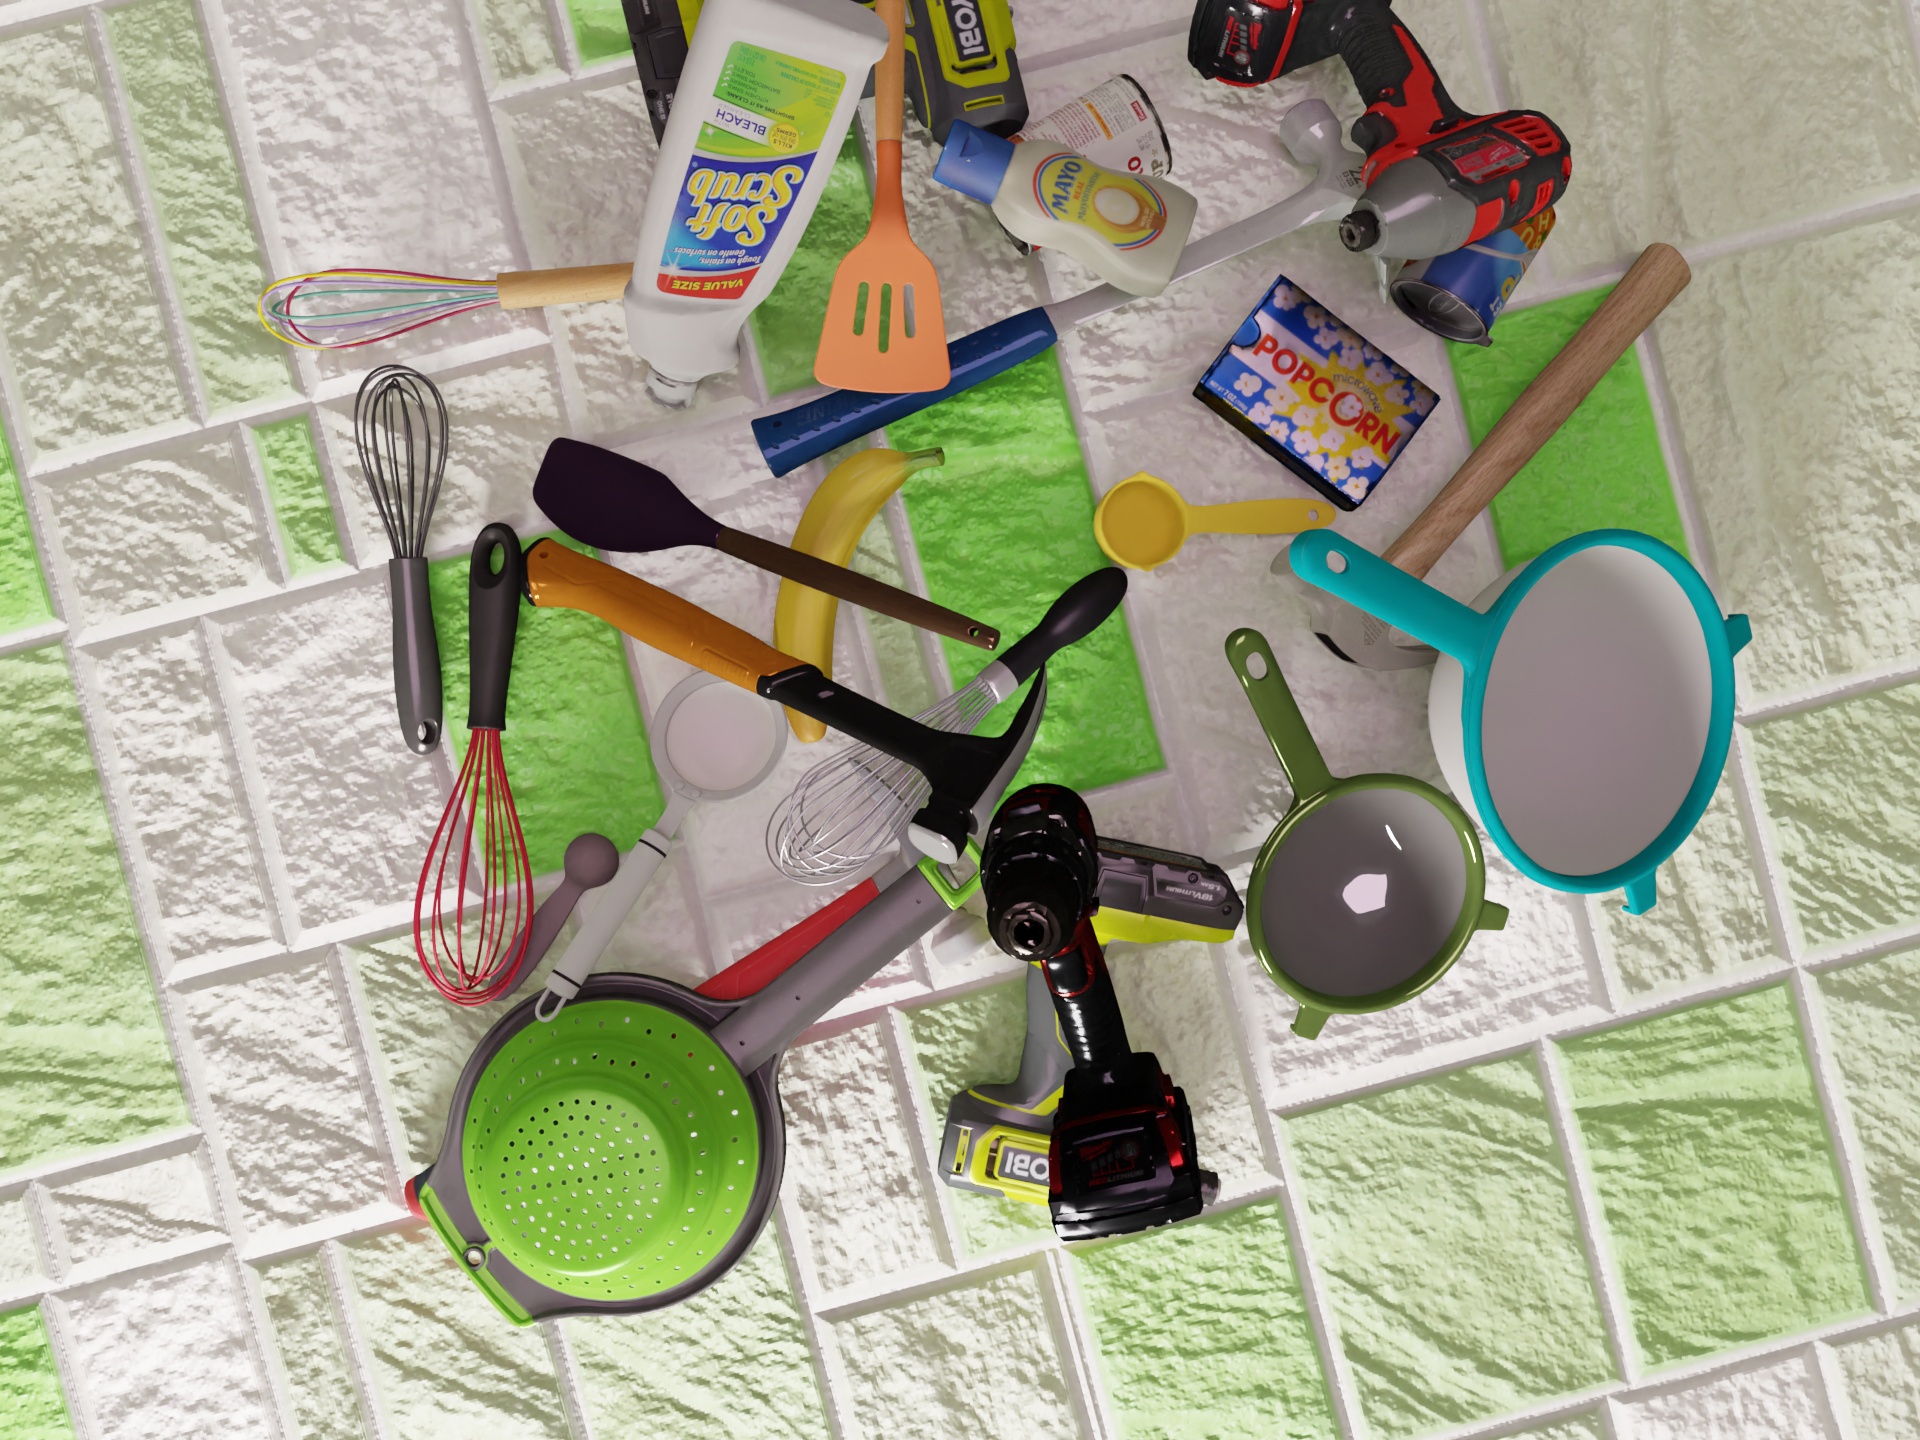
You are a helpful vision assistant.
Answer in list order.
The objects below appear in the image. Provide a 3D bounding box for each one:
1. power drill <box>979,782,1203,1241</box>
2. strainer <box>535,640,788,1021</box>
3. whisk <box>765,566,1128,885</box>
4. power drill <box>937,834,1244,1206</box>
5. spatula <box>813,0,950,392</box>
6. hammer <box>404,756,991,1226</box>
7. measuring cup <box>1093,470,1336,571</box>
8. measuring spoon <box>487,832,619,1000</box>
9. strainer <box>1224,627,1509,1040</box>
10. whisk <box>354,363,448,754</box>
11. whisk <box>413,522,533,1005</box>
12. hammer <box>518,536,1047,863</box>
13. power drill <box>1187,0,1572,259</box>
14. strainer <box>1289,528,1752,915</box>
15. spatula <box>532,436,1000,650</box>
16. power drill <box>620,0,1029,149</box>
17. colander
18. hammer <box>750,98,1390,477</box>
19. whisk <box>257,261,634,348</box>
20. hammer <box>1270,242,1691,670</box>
[{"bbox_3d":[0.062,0.155,0.836,0.080,0.188,0.226,-14,100,8],"label":"power drill"},{"bbox_3d":[-0.179,0.067,0.953,0.087,0.050,0.258,27,73,16],"label":"strainer"},{"bbox_3d":[-0.002,-0.004,0.953,0.284,0.070,0.070,-41,91,-17],"label":"whisk"},{"bbox_3d":[0.091,0.189,0.967,0.171,0.080,0.223,12,94,0],"label":"power drill"},{"bbox_3d":[-0.042,-0.355,0.921,0.081,0.041,0.322,1,90,-6],"label":"spatula"},{"bbox_3d":[-0.180,0.178,0.978,0.386,0.038,0.143,-33,89,-1],"label":"hammer"},{"bbox_3d":[0.158,-0.125,0.996,0.156,0.029,0.062,-4,90,-13],"label":"measuring cup"},{"bbox_3d":[-0.256,0.124,0.986,0.034,0.018,0.124,35,90,-1],"label":"measuring spoon"},{"bbox_3d":[0.211,0.053,0.951,0.151,0.069,0.256,-30,106,-3],"label":"strainer"},{"bbox_3d":[-0.336,-0.098,0.974,0.055,0.055,0.239,-2,95,-1],"label":"whisk"},{"bbox_3d":[-0.291,0.024,0.969,0.073,0.073,0.296,2,84,-1],"label":"whisk"},{"bbox_3d":[-0.116,-0.038,0.930,0.337,0.034,0.127,25,63,18],"label":"hammer"},{"bbox_3d":[0.233,-0.358,0.919,0.143,0.078,0.220,-26,70,-18],"label":"power drill"},{"bbox_3d":[0.300,-0.032,0.922,0.340,0.095,0.211,24,85,-25],"label":"strainer"},{"bbox_3d":[-0.122,-0.099,0.954,0.316,0.018,0.060,21,91,15],"label":"spatula"},{"bbox_3d":[-0.085,-0.429,0.961,0.228,0.080,0.190,-14,92,-4],"label":"power drill"},{"bbox_3d":[-0.142,0.200,0.911,0.397,0.094,0.204,-39,88,-1],"label":"colander"},{"bbox_3d":[0.066,-0.242,0.965,0.405,0.035,0.144,-24,61,3],"label":"hammer"},{"bbox_3d":[-0.304,-0.260,0.979,0.245,0.051,0.047,-7,111,-5],"label":"whisk"},{"bbox_3d":[0.336,-0.164,0.977,0.331,0.031,0.130,-47,114,-6],"label":"hammer"}]
